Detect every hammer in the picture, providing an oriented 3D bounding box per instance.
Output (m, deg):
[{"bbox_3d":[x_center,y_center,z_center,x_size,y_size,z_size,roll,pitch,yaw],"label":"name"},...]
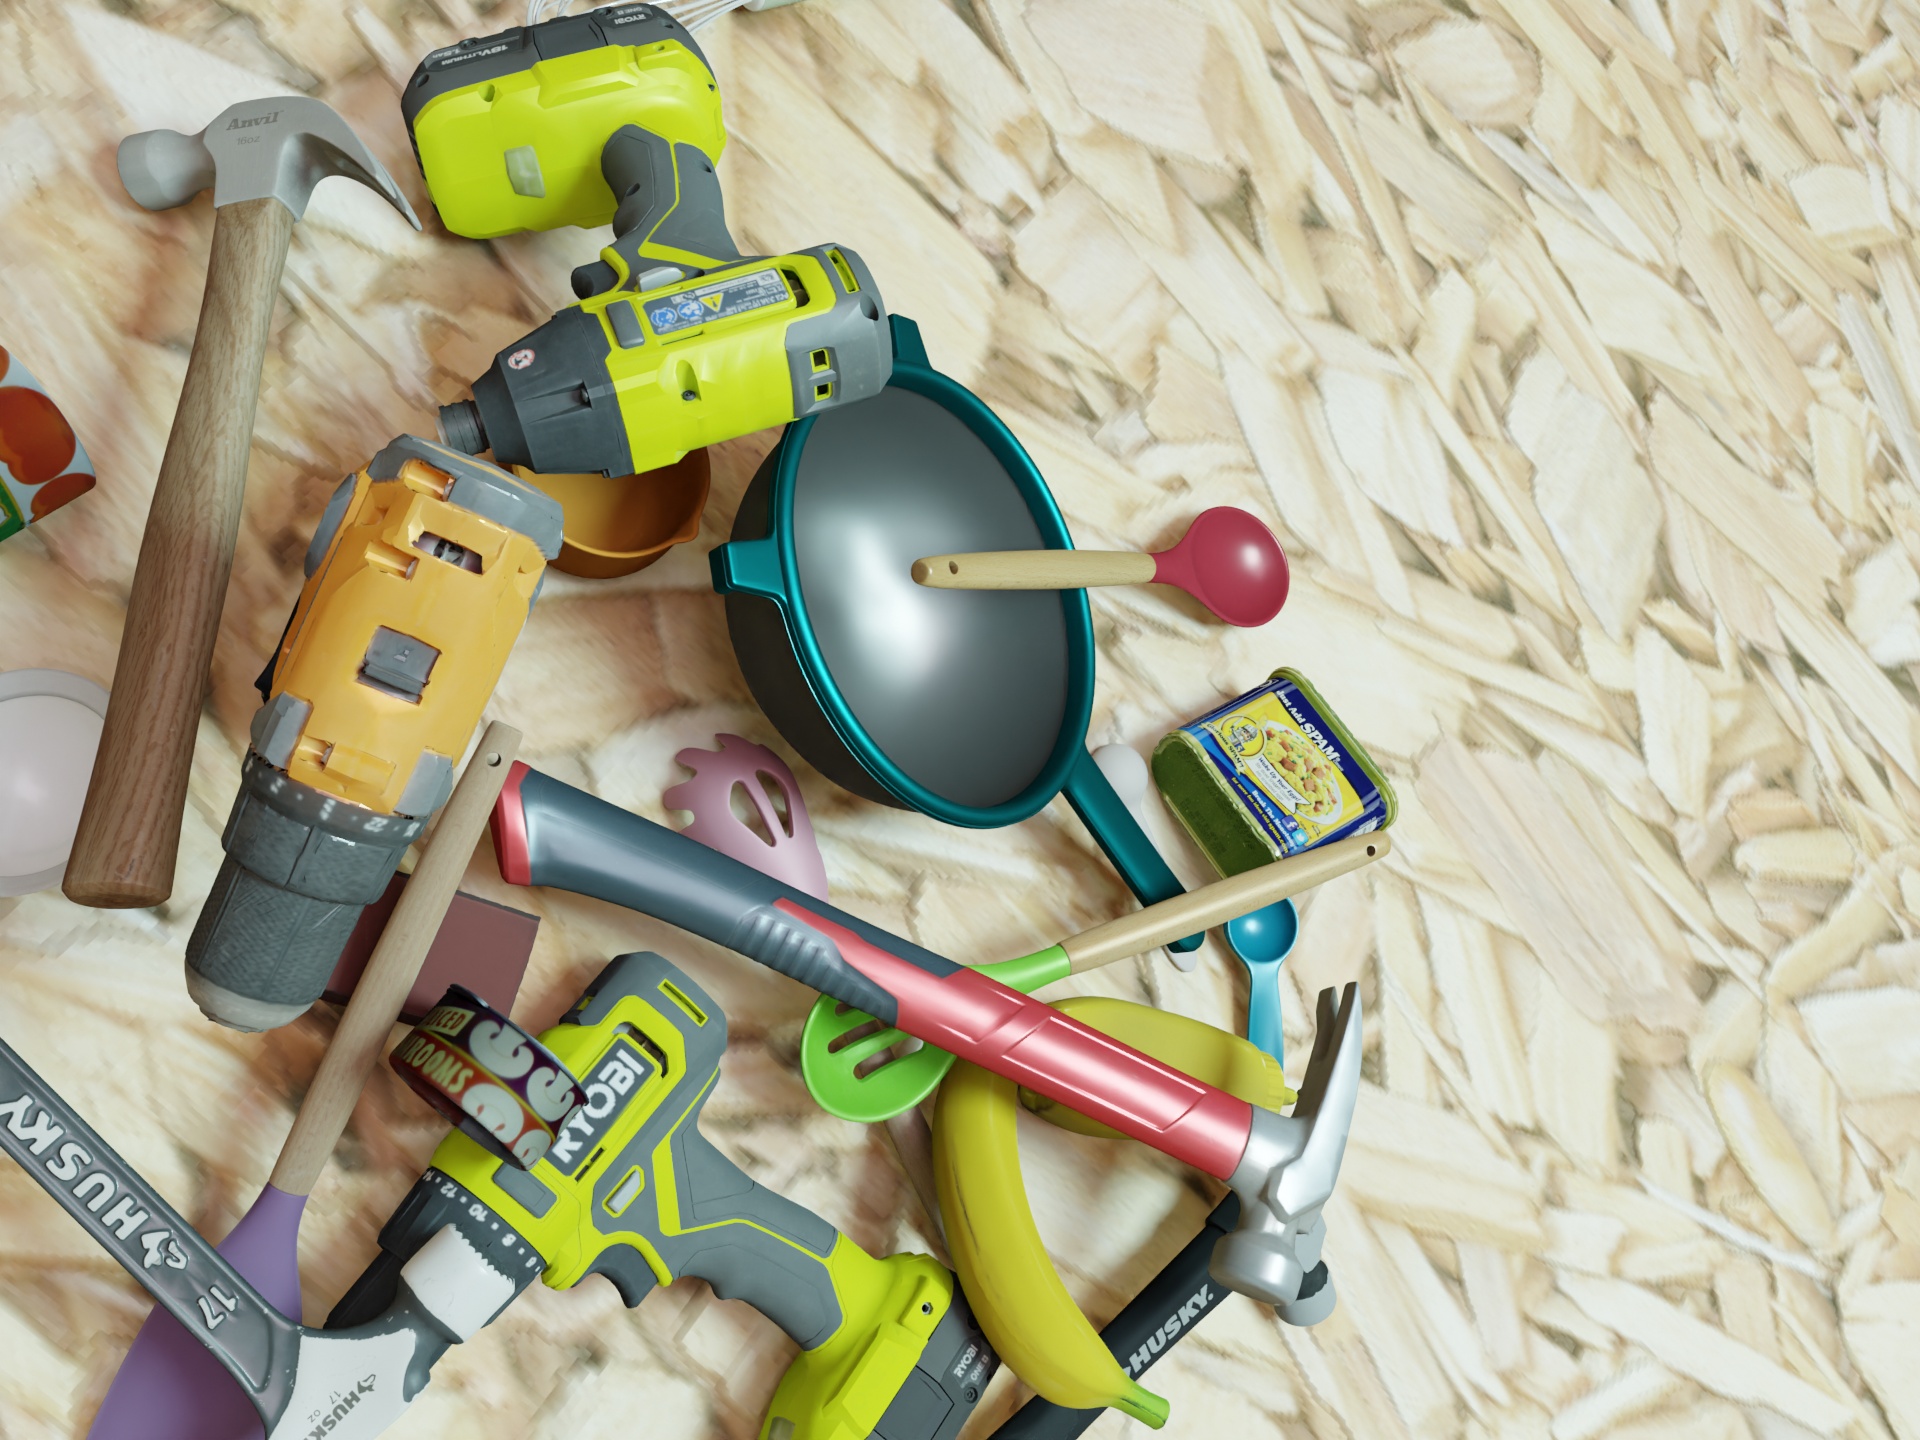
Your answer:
[{"bbox_3d":[-0.343,0.101,0.522,0.409,0.036,0.149,47,71,-5],"label":"hammer"},{"bbox_3d":[-0.277,-0.094,0.587,0.130,0.031,0.331,-6,68,15],"label":"hammer"},{"bbox_3d":[-0.008,0.101,0.662,0.386,0.038,0.143,27,65,-10],"label":"hammer"},{"bbox_3d":[0.036,0.305,0.693,0.335,0.035,0.146,-34,119,-25],"label":"hammer"}]

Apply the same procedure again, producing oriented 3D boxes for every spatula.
[{"bbox_3d":[-0.230,0.146,0.578,0.059,0.018,0.316,25,85,-21],"label":"spatula"}]

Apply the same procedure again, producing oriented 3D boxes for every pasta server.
[{"bbox_3d":[-0.043,0.149,0.717,0.060,0.040,0.316,-27,95,-30],"label":"pasta server"}]

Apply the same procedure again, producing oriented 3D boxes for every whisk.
[{"bbox_3d":[-0.113,-0.369,0.802,0.246,0.059,0.057,-31,129,-34],"label":"whisk"}]

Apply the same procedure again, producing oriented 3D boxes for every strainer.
[{"bbox_3d":[-0.390,0.059,0.551,0.258,0.050,0.087,-33,76,-24],"label":"strainer"},{"bbox_3d":[-0.001,-0.002,0.745,0.340,0.095,0.211,53,42,-27],"label":"strainer"}]

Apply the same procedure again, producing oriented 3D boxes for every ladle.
[{"bbox_3d":[0.077,-0.073,0.771,0.315,0.031,0.069,-8,81,-53],"label":"ladle"}]

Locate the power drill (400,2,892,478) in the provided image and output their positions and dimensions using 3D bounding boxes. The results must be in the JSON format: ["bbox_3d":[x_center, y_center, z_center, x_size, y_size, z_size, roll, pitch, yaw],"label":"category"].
[{"bbox_3d":[-0.146,-0.194,0.653,0.171,0.080,0.223,-19,55,-13],"label":"power drill"}]

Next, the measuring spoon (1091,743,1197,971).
[{"bbox_3d":[0.099,0.070,0.813,0.034,0.018,0.124,-19,87,-30],"label":"measuring spoon"}]

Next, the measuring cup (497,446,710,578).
[{"bbox_3d":[-0.138,-0.136,0.724,0.095,0.052,0.174,43,60,-12],"label":"measuring cup"}]

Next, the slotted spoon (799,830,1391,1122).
[{"bbox_3d":[0.069,0.103,0.726,0.313,0.031,0.070,-17,98,-21],"label":"slotted spoon"}]

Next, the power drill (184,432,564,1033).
[{"bbox_3d":[-0.205,-0.007,0.554,0.084,0.226,0.185,24,91,-20],"label":"power drill"}]

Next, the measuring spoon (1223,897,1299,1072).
[{"bbox_3d":[0.153,0.149,0.826,0.042,0.021,0.128,2,86,-19],"label":"measuring spoon"}]

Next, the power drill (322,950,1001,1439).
[{"bbox_3d":[-0.114,0.232,0.630,0.228,0.080,0.191,44,61,-8],"label":"power drill"}]
